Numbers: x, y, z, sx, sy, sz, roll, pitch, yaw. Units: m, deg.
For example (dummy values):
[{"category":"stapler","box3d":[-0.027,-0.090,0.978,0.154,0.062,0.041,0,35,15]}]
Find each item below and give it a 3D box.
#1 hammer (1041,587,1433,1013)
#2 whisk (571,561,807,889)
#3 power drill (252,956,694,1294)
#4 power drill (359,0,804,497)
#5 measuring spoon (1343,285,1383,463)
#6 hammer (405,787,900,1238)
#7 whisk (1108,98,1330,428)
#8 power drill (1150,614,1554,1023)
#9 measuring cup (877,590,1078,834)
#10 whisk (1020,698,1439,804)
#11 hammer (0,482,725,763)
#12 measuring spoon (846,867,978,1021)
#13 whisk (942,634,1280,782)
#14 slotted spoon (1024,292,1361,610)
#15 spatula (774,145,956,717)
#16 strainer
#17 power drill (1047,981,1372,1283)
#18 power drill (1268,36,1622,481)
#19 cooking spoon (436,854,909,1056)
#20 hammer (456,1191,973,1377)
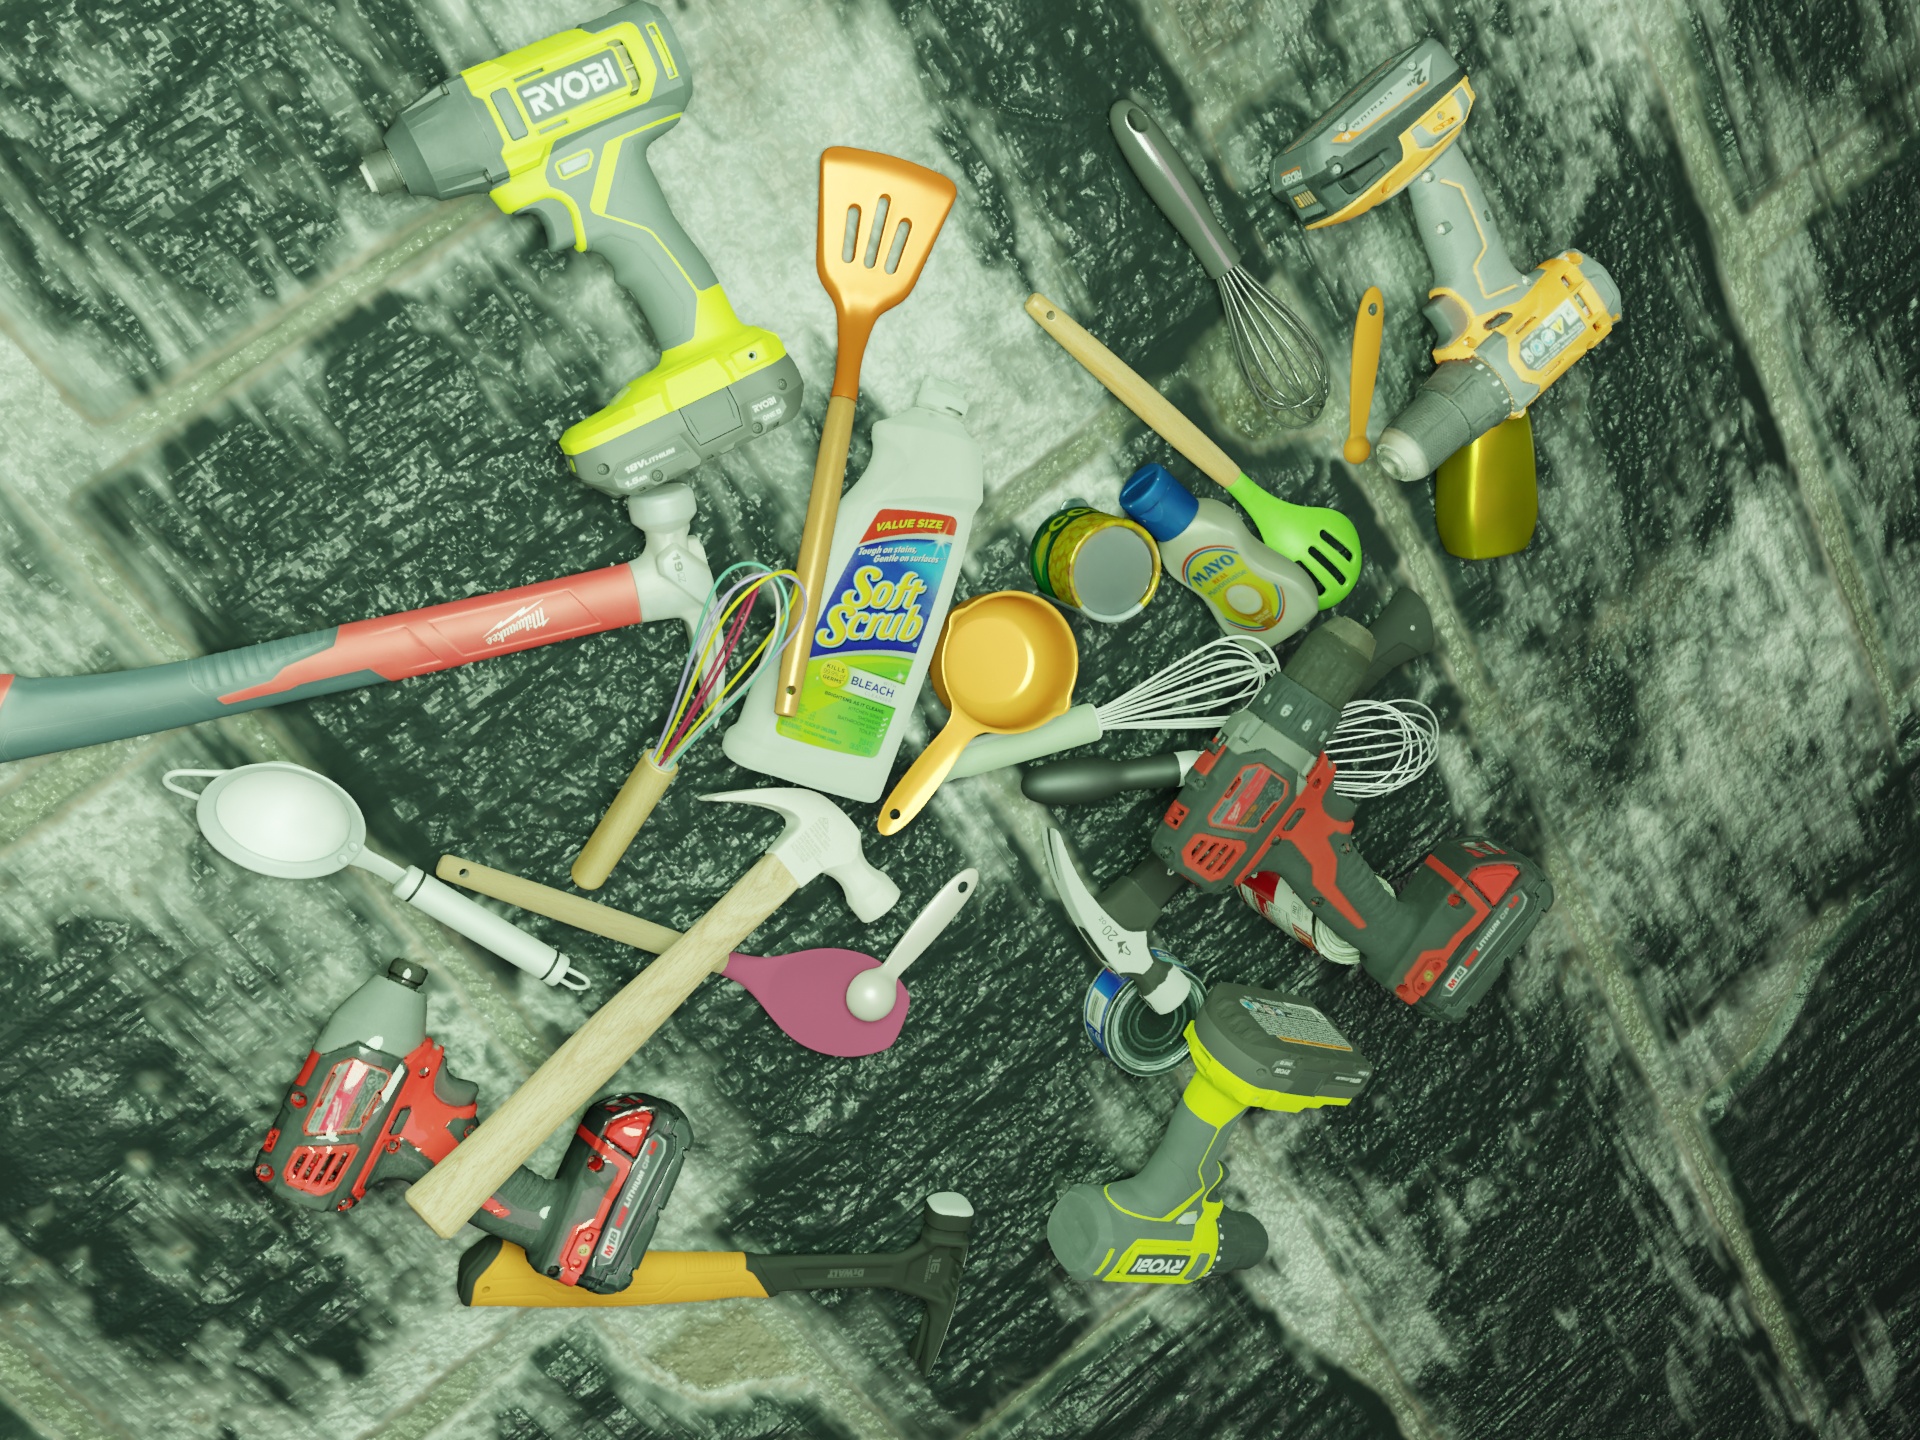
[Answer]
[{"category":"hammer","box3d":[0.201,0.031,1.083,0.335,0.035,0.146,-44,100,-10]},{"category":"whisk","box3d":[-0.162,0.007,0.897,0.051,0.047,0.245,34,115,-6]},{"category":"power drill","box3d":[-0.278,0.238,0.931,0.219,0.078,0.143,28,75,-21]},{"category":"power drill","box3d":[-0.193,-0.239,0.842,0.171,0.080,0.223,-28,109,-12]},{"category":"measuring spoon","box3d":[0.272,-0.230,1.063,0.021,0.011,0.117,-3,105,-21]},{"category":"hammer","box3d":[-0.184,0.162,0.926,0.331,0.031,0.130,-44,106,-25]},{"category":"whisk","box3d":[0.162,-0.281,0.989,0.055,0.055,0.238,-42,111,-6]},{"category":"power drill","box3d":[0.254,0.062,0.989,0.226,0.080,0.188,33,97,-11]},{"category":"measuring cup","box3d":[-0.002,-0.003,0.985,0.095,0.052,0.173,38,85,-15]},{"category":"whisk","box3d":[0.178,0.029,1.034,0.284,0.070,0.070,-7,107,-9]},{"category":"hammer","box3d":[-0.322,-0.022,0.869,0.386,0.038,0.143,-15,111,-18]},{"category":"measuring spoon","box3d":[-0.027,0.146,1.037,0.124,0.018,0.034,-50,117,-11]},{"category":"whisk","box3d":[0.094,-0.002,1.031,0.246,0.058,0.059,-16,102,-10]},{"category":"slotted spoon","box3d":[0.157,-0.170,1.026,0.313,0.031,0.070,36,94,-24]},{"category":"spatula","box3d":[-0.070,-0.161,0.903,0.081,0.041,0.323,11,83,-15]},{"category":"strainer","box3d":[-0.315,0.086,0.889,0.258,0.050,0.087,37,119,-23]},{"category":"power drill","box3d":[0.187,0.305,1.123,0.190,0.080,0.228,16,111,-36]},{"category":"power drill","box3d":[0.290,-0.280,1.000,0.185,0.084,0.226,-42,105,-6]},{"category":"cooking spoon","box3d":[-0.169,0.141,0.985,0.318,0.017,0.069,24,85,-26]},{"category":"hammer","box3d":[-0.157,0.371,1.045,0.336,0.034,0.127,8,100,-23]}]
